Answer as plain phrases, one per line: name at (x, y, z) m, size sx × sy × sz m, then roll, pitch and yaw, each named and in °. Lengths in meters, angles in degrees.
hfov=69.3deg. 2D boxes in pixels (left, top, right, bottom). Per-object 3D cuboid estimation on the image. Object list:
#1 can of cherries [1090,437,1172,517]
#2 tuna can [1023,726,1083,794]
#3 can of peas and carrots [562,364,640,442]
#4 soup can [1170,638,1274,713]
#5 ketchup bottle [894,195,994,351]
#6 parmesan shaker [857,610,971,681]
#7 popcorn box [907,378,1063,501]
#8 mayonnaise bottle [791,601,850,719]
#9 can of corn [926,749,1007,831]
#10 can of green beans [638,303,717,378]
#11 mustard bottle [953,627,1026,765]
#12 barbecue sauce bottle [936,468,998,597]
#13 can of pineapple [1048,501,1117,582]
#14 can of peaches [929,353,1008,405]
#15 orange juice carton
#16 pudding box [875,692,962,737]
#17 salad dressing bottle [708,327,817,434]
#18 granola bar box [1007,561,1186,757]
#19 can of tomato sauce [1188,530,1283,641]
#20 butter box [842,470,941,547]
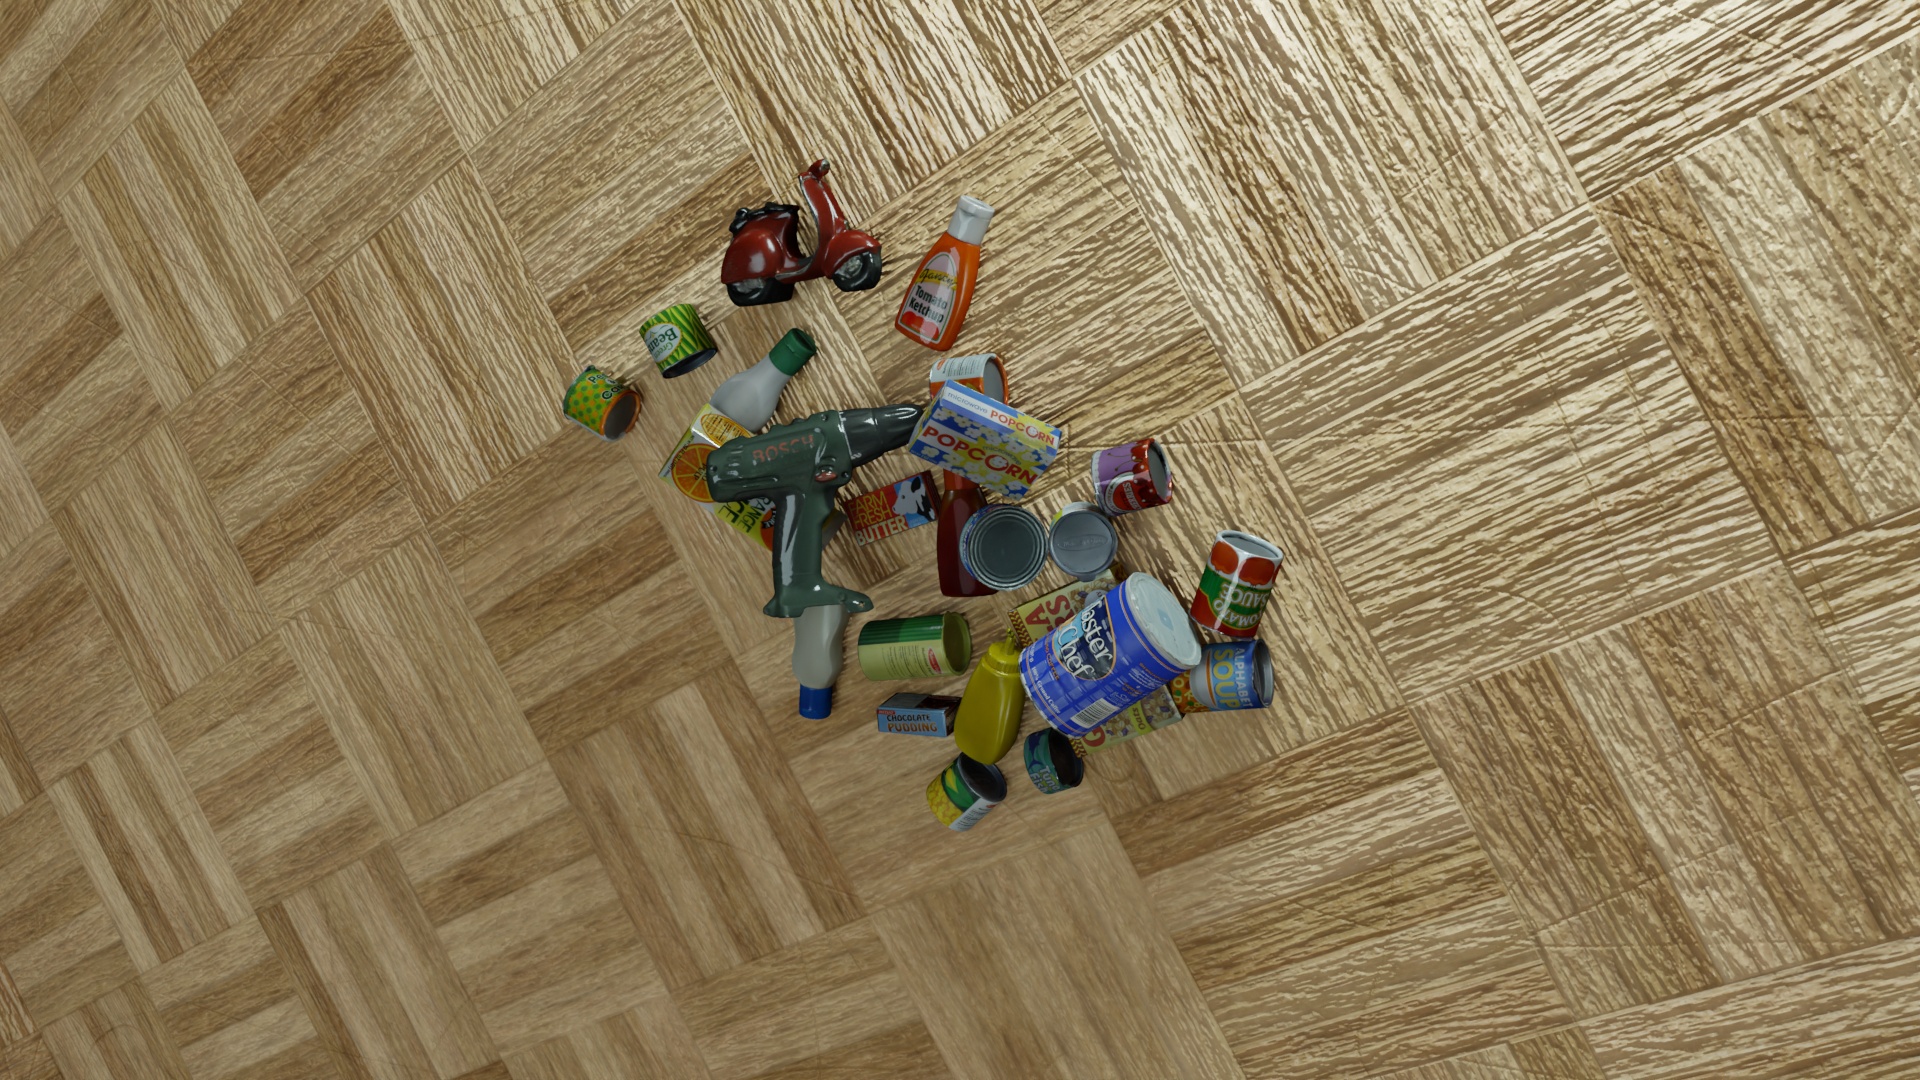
can of cherries at (0.164, -0.058, 1.323) m, size 0.058 × 0.072 × 0.071 m, roll -13°, pitch 96°, yaw 26°
tuna can at (0.095, 0.226, 1.419) m, size 0.032 × 0.071 × 0.071 m, roll -24°, pitch 91°, yaw 29°
can of peas and carrots at (-0.403, -0.154, 1.566) m, size 0.059 × 0.071 × 0.070 m, roll 30°, pitch 112°, yaw 15°
soup can at (0.249, 0.130, 1.326) m, size 0.083 × 0.071 × 0.071 m, roll -8°, pitch 98°, yaw 26°
ketchup bottle at (-0.011, -0.265, 1.373) m, size 0.065 × 0.044 × 0.148 m, roll 31°, pitch 112°, yaw 16°
parmesan shaker at (-0.049, 0.110, 1.461) m, size 0.103 × 0.071 × 0.071 m, roll -7°, pitch 99°, yaw 27°
popcorn box at (0.023, -0.097, 1.351) m, size 0.127 × 0.038 × 0.084 m, roll 24°, pitch 142°, yaw -12°
mayonnaise bottle at (-0.156, 0.122, 1.529) m, size 0.065 × 0.041 × 0.147 m, roll 12°, pitch 108°, yaw 24°
can of corn at (0.005, 0.264, 1.473) m, size 0.071 × 0.071 × 0.058 m, roll 47°, pitch 116°, yaw 8°
can of green beans at (-0.307, -0.217, 1.507) m, size 0.071 × 0.071 × 0.058 m, roll -30°, pitch 88°, yaw 27°
mustard bottle at (0.038, 0.155, 1.428) m, size 0.065 × 0.049 × 0.159 m, roll 30°, pitch 123°, yaw 24°
barbecue sauce bottle at (0.005, -0.018, 1.421) m, size 0.065 × 0.044 × 0.148 m, roll -3°, pitch 100°, yaw 13°
can of pineapple at (0.118, 0.000, 1.354) m, size 0.071 × 0.058 × 0.071 m, roll 1°, pitch 100°, yaw 4°
can of peaches at (0.010, -0.148, 1.378) m, size 0.058 × 0.071 × 0.071 m, roll -5°, pitch 100°, yaw 25°
orange juice carton at (-0.216, -0.054, 1.479) m, size 0.192 × 0.073 × 0.071 m, roll 34°, pitch 115°, yaw -12°
pudding box at (-0.042, 0.186, 1.485) m, size 0.083 × 0.050 × 0.030 m, roll 1°, pitch 104°, yaw 25°
salad dressing bottle at (-0.213, -0.166, 1.489) m, size 0.147 × 0.044 × 0.064 m, roll -42°, pitch 87°, yaw 25°
granola bar box at (0.139, 0.120, 1.393) m, size 0.124 × 0.039 × 0.165 m, roll -25°, pitch 90°, yaw 26°
can of tomato sauce at (0.259, 0.041, 1.302) m, size 0.071 × 0.071 × 0.082 m, roll 23°, pitch 110°, yaw 19°
butter box at (-0.070, -0.033, 1.463) m, size 0.103 × 0.024 × 0.053 m, roll -19°, pitch 92°, yaw 27°
